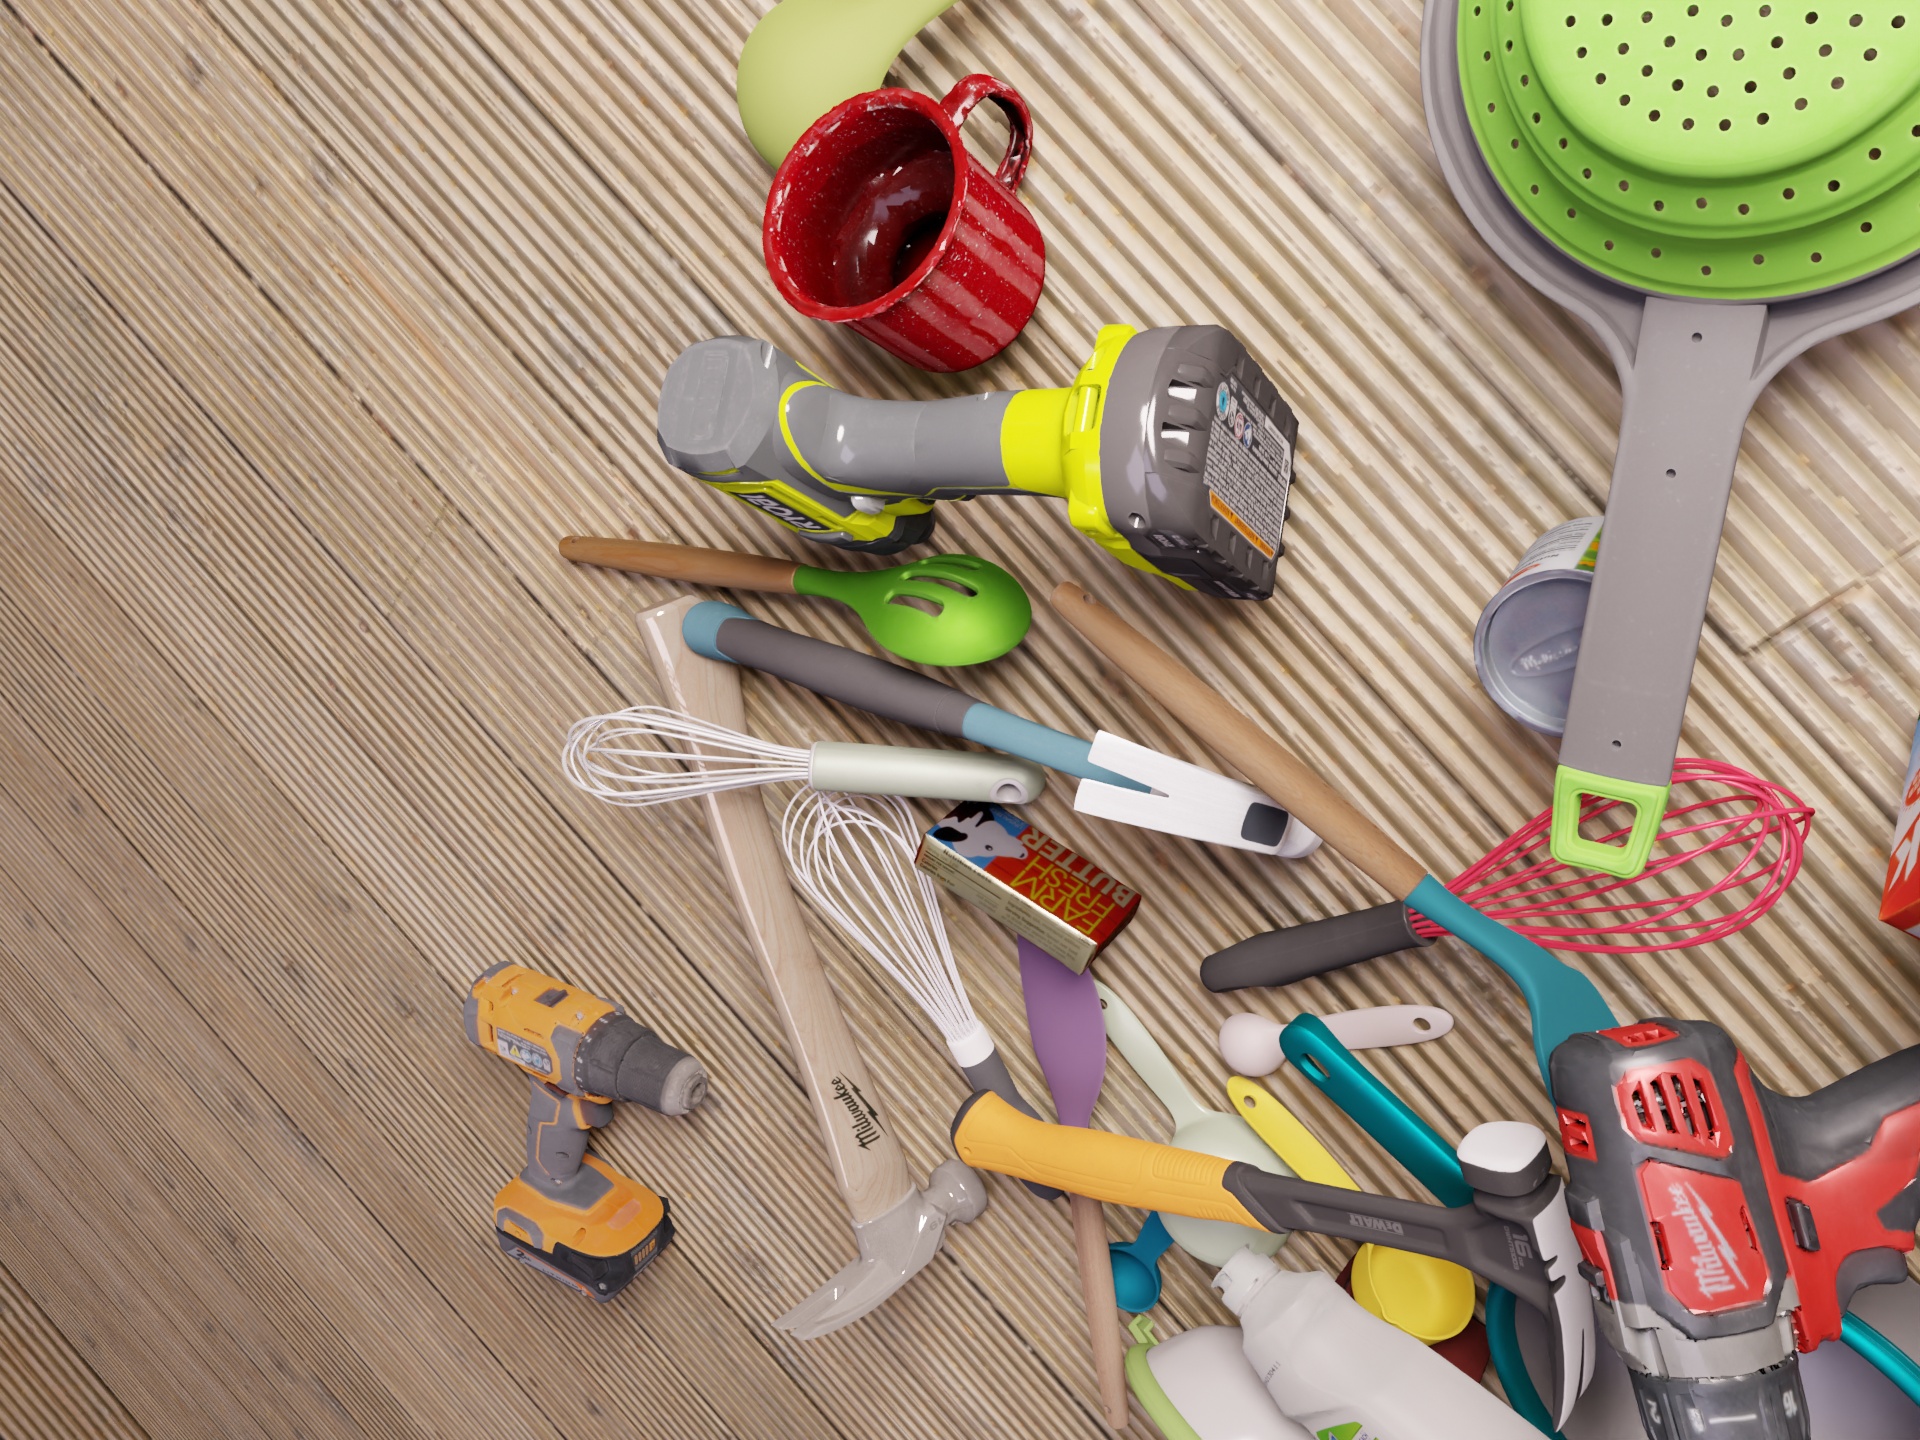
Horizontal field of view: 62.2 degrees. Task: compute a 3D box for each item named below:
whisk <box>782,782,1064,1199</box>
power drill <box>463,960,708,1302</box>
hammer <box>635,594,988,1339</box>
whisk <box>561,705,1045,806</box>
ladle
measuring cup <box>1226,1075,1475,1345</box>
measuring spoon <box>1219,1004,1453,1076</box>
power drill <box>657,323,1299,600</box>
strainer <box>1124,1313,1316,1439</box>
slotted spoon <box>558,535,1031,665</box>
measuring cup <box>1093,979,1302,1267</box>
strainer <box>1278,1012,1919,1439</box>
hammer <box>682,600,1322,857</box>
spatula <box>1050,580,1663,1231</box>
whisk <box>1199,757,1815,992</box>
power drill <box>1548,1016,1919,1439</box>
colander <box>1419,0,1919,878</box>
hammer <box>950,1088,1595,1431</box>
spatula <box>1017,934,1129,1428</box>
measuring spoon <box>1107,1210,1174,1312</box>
[{"bbox_3d":[-0.008,0.149,0.864,0.070,0.070,0.284,-15,111,40],"label":"whisk"},{"bbox_3d":[-0.250,0.289,1.098,0.185,0.084,0.226,15,119,26],"label":"power drill"},{"bbox_3d":[-0.102,0.133,0.874,0.038,0.146,0.410,-4,108,49],"label":"hammer"},{"bbox_3d":[-0.080,0.022,0.796,0.246,0.059,0.057,4,134,6],"label":"whisk"},{"bbox_3d":[0.035,-0.297,0.591,0.320,0.062,0.078,-21,94,34],"label":"ladle"},{"bbox_3d":[0.185,0.241,0.788,0.157,0.062,0.029,46,143,19],"label":"measuring cup"},{"bbox_3d":[0.175,0.152,0.757,0.124,0.018,0.034,-18,104,40],"label":"measuring spoon"},{"bbox_3d":[0.014,-0.101,0.645,0.223,0.171,0.080,7,83,29],"label":"power drill"},{"bbox_3d":[0.157,0.356,0.780,0.151,0.256,0.069,40,88,10],"label":"strainer"},{"bbox_3d":[-0.100,-0.073,0.802,0.314,0.070,0.031,11,139,37],"label":"slotted spoon"},{"bbox_3d":[0.109,0.208,0.819,0.083,0.038,0.167,-38,88,35],"label":"measuring cup"},{"bbox_3d":[0.290,0.229,0.677,0.341,0.095,0.210,42,144,22],"label":"strainer"},{"bbox_3d":[-0.001,-0.002,0.745,0.331,0.128,0.033,19,93,33],"label":"hammer"},{"bbox_3d":[0.149,0.055,0.617,0.318,0.082,0.044,42,132,16],"label":"spatula"},{"bbox_3d":[0.209,0.079,0.665,0.296,0.073,0.073,-28,98,47],"label":"whisk"},{"bbox_3d":[0.320,0.178,0.521,0.226,0.080,0.188,-11,83,1],"label":"power drill"},{"bbox_3d":[0.215,-0.128,0.464,0.205,0.094,0.397,13,110,28],"label":"colander"},{"bbox_3d":[0.122,0.223,0.738,0.337,0.034,0.127,-2,111,46],"label":"hammer"},{"bbox_3d":[0.069,0.255,0.869,0.060,0.018,0.315,11,115,47],"label":"spatula"},{"bbox_3d":[0.113,0.278,0.879,0.042,0.021,0.128,36,121,16],"label":"measuring spoon"}]
